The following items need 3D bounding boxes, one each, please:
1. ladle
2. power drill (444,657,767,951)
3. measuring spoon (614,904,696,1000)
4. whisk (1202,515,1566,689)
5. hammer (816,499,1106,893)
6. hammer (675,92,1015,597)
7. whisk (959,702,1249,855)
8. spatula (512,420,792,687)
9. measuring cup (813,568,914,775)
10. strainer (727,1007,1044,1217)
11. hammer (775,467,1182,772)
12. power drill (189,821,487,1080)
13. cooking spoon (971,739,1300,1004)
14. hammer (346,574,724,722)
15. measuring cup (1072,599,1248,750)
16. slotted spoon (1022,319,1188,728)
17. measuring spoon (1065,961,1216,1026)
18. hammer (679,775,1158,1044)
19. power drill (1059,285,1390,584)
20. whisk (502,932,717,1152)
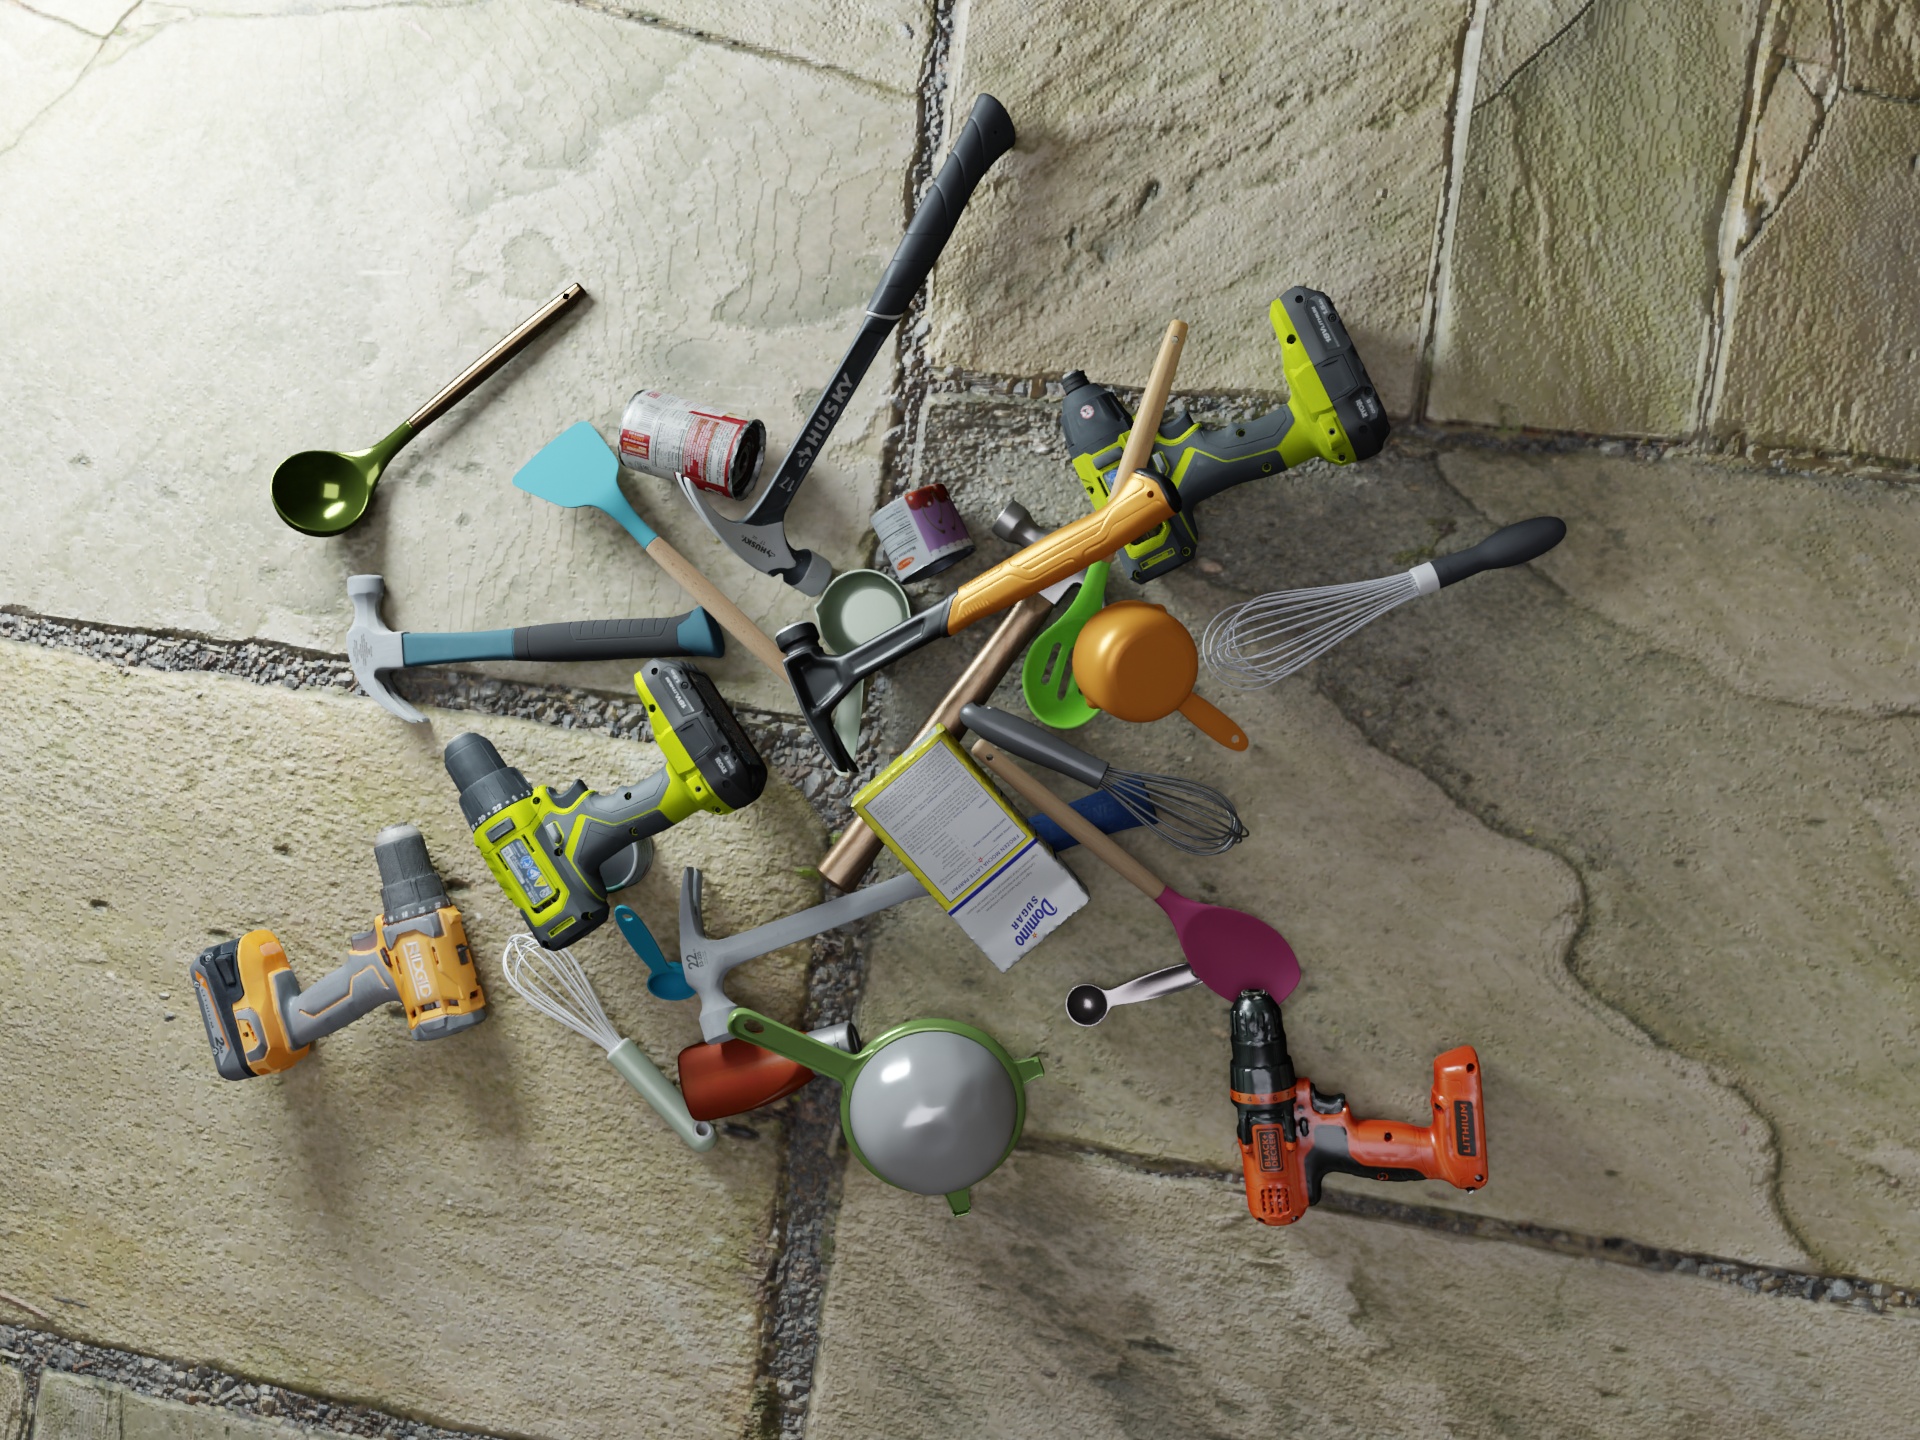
[{"bbox_3d":[-0.444,-0.265,1.334,0.320,0.062,0.078,-37,89,7],"label":"ladle"},{"bbox_3d":[-0.291,0.049,1.280,0.228,0.080,0.190,-34,84,5],"label":"power drill"},{"bbox_3d":[-0.252,0.185,1.302,0.042,0.021,0.128,-11,133,10],"label":"measuring spoon"},{"bbox_3d":[0.320,-0.094,1.203,0.284,0.070,0.070,-21,89,6],"label":"whisk"},{"bbox_3d":[-0.002,-0.004,1.255,0.130,0.031,0.331,36,90,3],"label":"hammer"},{"bbox_3d":[-0.074,-0.304,1.247,0.149,0.036,0.409,28,92,-35],"label":"hammer"},{"bbox_3d":[0.108,0.040,1.213,0.239,0.055,0.055,25,97,7],"label":"whisk"},{"bbox_3d":[-0.230,-0.124,1.297,0.317,0.044,0.082,44,74,4],"label":"spatula"},{"bbox_3d":[-0.081,-0.039,1.287,0.083,0.038,0.167,10,96,10],"label":"measuring cup"},{"bbox_3d":[-0.068,0.295,1.251,0.256,0.069,0.151,26,99,-8],"label":"strainer"},{"bbox_3d":[0.017,-0.085,1.195,0.337,0.034,0.127,-28,76,20],"label":"hammer"},{"bbox_3d":[-0.533,0.199,1.361,0.226,0.084,0.185,-16,89,6],"label":"power drill"},{"bbox_3d":[0.135,0.117,1.233,0.319,0.017,0.068,39,100,-7],"label":"cooking spoon"},{"bbox_3d":[-0.360,-0.066,1.338,0.331,0.033,0.128,-2,91,10],"label":"hammer"},{"bbox_3d":[0.165,-0.019,1.198,0.173,0.052,0.095,35,93,-21],"label":"measuring cup"},{"bbox_3d":[0.116,-0.144,1.191,0.070,0.031,0.313,17,103,-1],"label":"slotted spoon"},{"bbox_3d":[0.144,0.214,1.271,0.124,0.018,0.034,-17,89,4],"label":"measuring spoon"},{"bbox_3d":[-0.041,0.127,1.280,0.405,0.035,0.144,-21,77,8],"label":"hammer"},{"bbox_3d":[0.194,-0.227,1.208,0.223,0.080,0.171,-26,89,14],"label":"power drill"},{"bbox_3d":[-0.294,0.271,1.340,0.246,0.058,0.059,46,134,2],"label":"whisk"}]
